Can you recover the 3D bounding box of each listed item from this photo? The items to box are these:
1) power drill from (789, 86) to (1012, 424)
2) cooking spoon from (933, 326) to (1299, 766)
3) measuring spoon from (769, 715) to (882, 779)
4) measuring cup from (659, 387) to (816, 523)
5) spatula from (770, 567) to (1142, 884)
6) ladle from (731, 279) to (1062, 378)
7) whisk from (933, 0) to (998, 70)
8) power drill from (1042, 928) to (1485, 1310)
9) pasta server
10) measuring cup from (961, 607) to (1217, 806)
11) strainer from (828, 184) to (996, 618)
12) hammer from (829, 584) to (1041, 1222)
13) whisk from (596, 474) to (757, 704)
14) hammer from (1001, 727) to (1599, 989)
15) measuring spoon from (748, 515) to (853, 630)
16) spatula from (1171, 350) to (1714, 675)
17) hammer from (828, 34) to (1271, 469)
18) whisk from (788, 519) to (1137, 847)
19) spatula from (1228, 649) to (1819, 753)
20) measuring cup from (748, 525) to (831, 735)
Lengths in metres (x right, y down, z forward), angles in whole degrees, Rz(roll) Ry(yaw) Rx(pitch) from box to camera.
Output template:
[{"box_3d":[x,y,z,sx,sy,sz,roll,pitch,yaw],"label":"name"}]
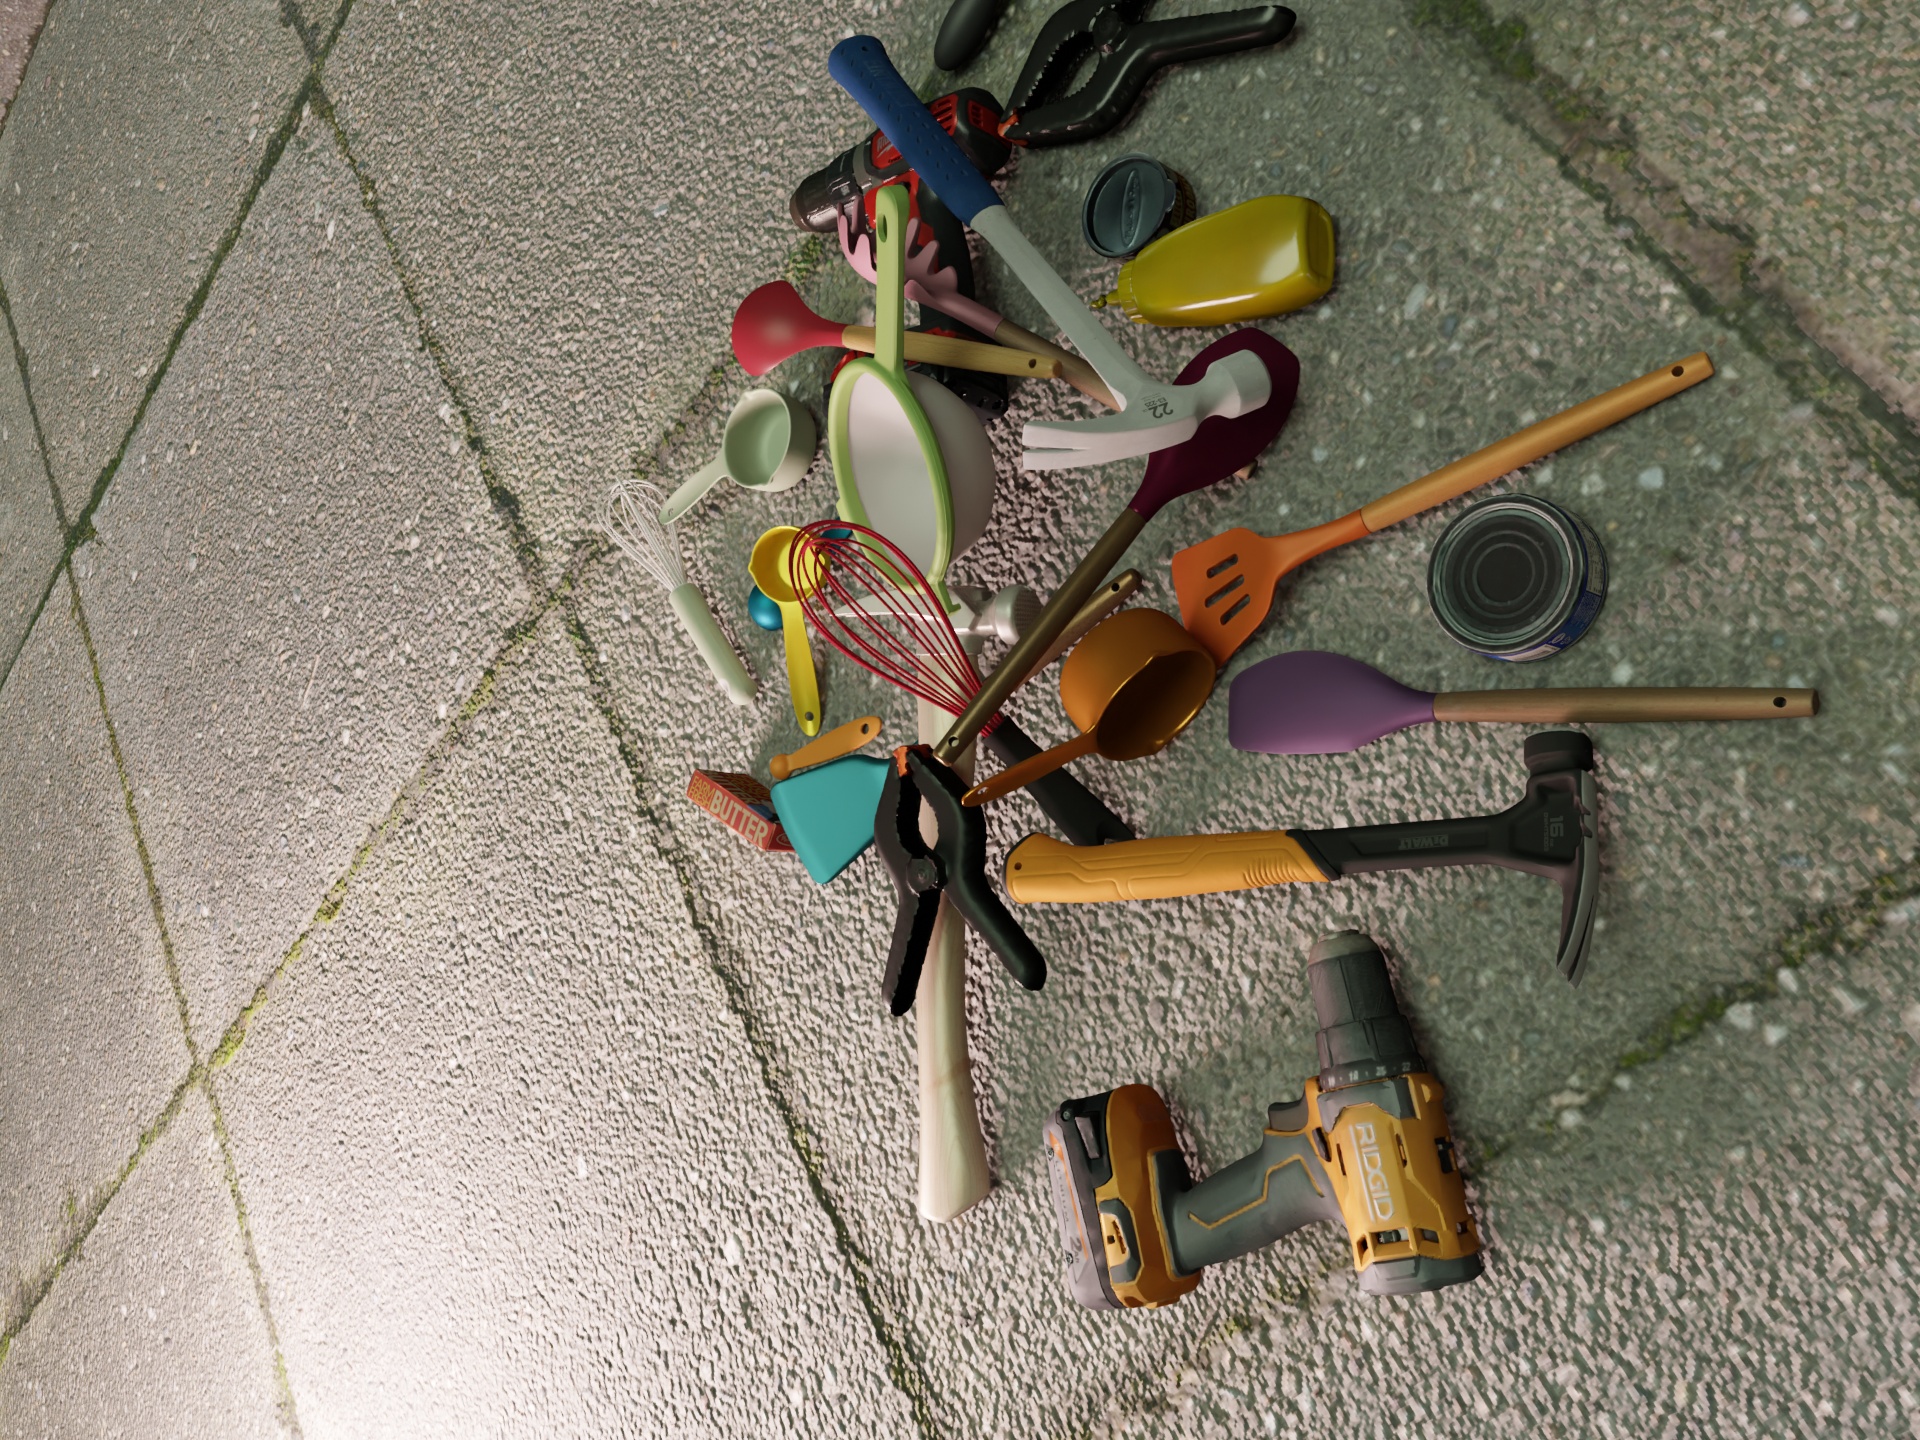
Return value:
[{"box_3d":[-0.048,-0.312,1.115,0.188,0.080,0.227,-9,77,40],"label":"power drill"},{"box_3d":[0.088,-0.100,0.932,0.069,0.017,0.319,38,88,10],"label":"cooking spoon"},{"box_3d":[-0.101,0.019,1.166,0.117,0.011,0.021,-23,71,37],"label":"measuring spoon"},{"box_3d":[-0.173,-0.193,1.236,0.167,0.038,0.083,-30,67,37],"label":"measuring cup"},{"box_3d":[-0.002,-0.003,1.061,0.317,0.044,0.082,-39,71,30],"label":"spatula"},{"box_3d":[-0.055,-0.247,1.040,0.316,0.031,0.069,20,96,41],"label":"ladle"},{"box_3d":[0.060,-0.562,1.061,0.284,0.070,0.070,-54,55,30],"label":"whisk"},{"box_3d":[0.158,0.227,0.877,0.226,0.084,0.185,-22,69,34],"label":"power drill"},{"box_3d":[0.049,-0.236,0.984,0.316,0.060,0.040,33,129,17],"label":"pasta server"},{"box_3d":[0.066,-0.006,0.934,0.173,0.095,0.052,-27,54,-13],"label":"measuring cup"},{"box_3d":[-0.020,-0.202,0.971,0.152,0.069,0.256,46,145,43],"label":"strainer"},{"box_3d":[-0.019,0.118,1.041,0.146,0.038,0.410,1,92,32],"label":"hammer"},{"box_3d":[-0.224,-0.107,1.268,0.247,0.059,0.057,56,161,26],"label":"whisk"},{"box_3d":[0.168,0.082,0.862,0.337,0.034,0.127,-8,61,33],"label":"hammer"},{"box_3d":[-0.121,-0.117,1.190,0.128,0.021,0.042,-44,59,29],"label":"measuring spoon"},{"box_3d":[0.248,-0.119,0.871,0.322,0.041,0.081,-24,70,33],"label":"spatula"},{"box_3d":[0.017,-0.301,0.973,0.406,0.144,0.035,57,162,31],"label":"hammer"},{"box_3d":[0.007,-0.008,0.964,0.296,0.073,0.073,45,120,-4],"label":"whisk"},{"box_3d":[0.276,-0.010,0.837,0.316,0.018,0.060,0,87,42],"label":"spatula"},{"box_3d":[-0.117,-0.067,1.177,0.062,0.029,0.156,-4,100,20],"label":"measuring cup"}]
